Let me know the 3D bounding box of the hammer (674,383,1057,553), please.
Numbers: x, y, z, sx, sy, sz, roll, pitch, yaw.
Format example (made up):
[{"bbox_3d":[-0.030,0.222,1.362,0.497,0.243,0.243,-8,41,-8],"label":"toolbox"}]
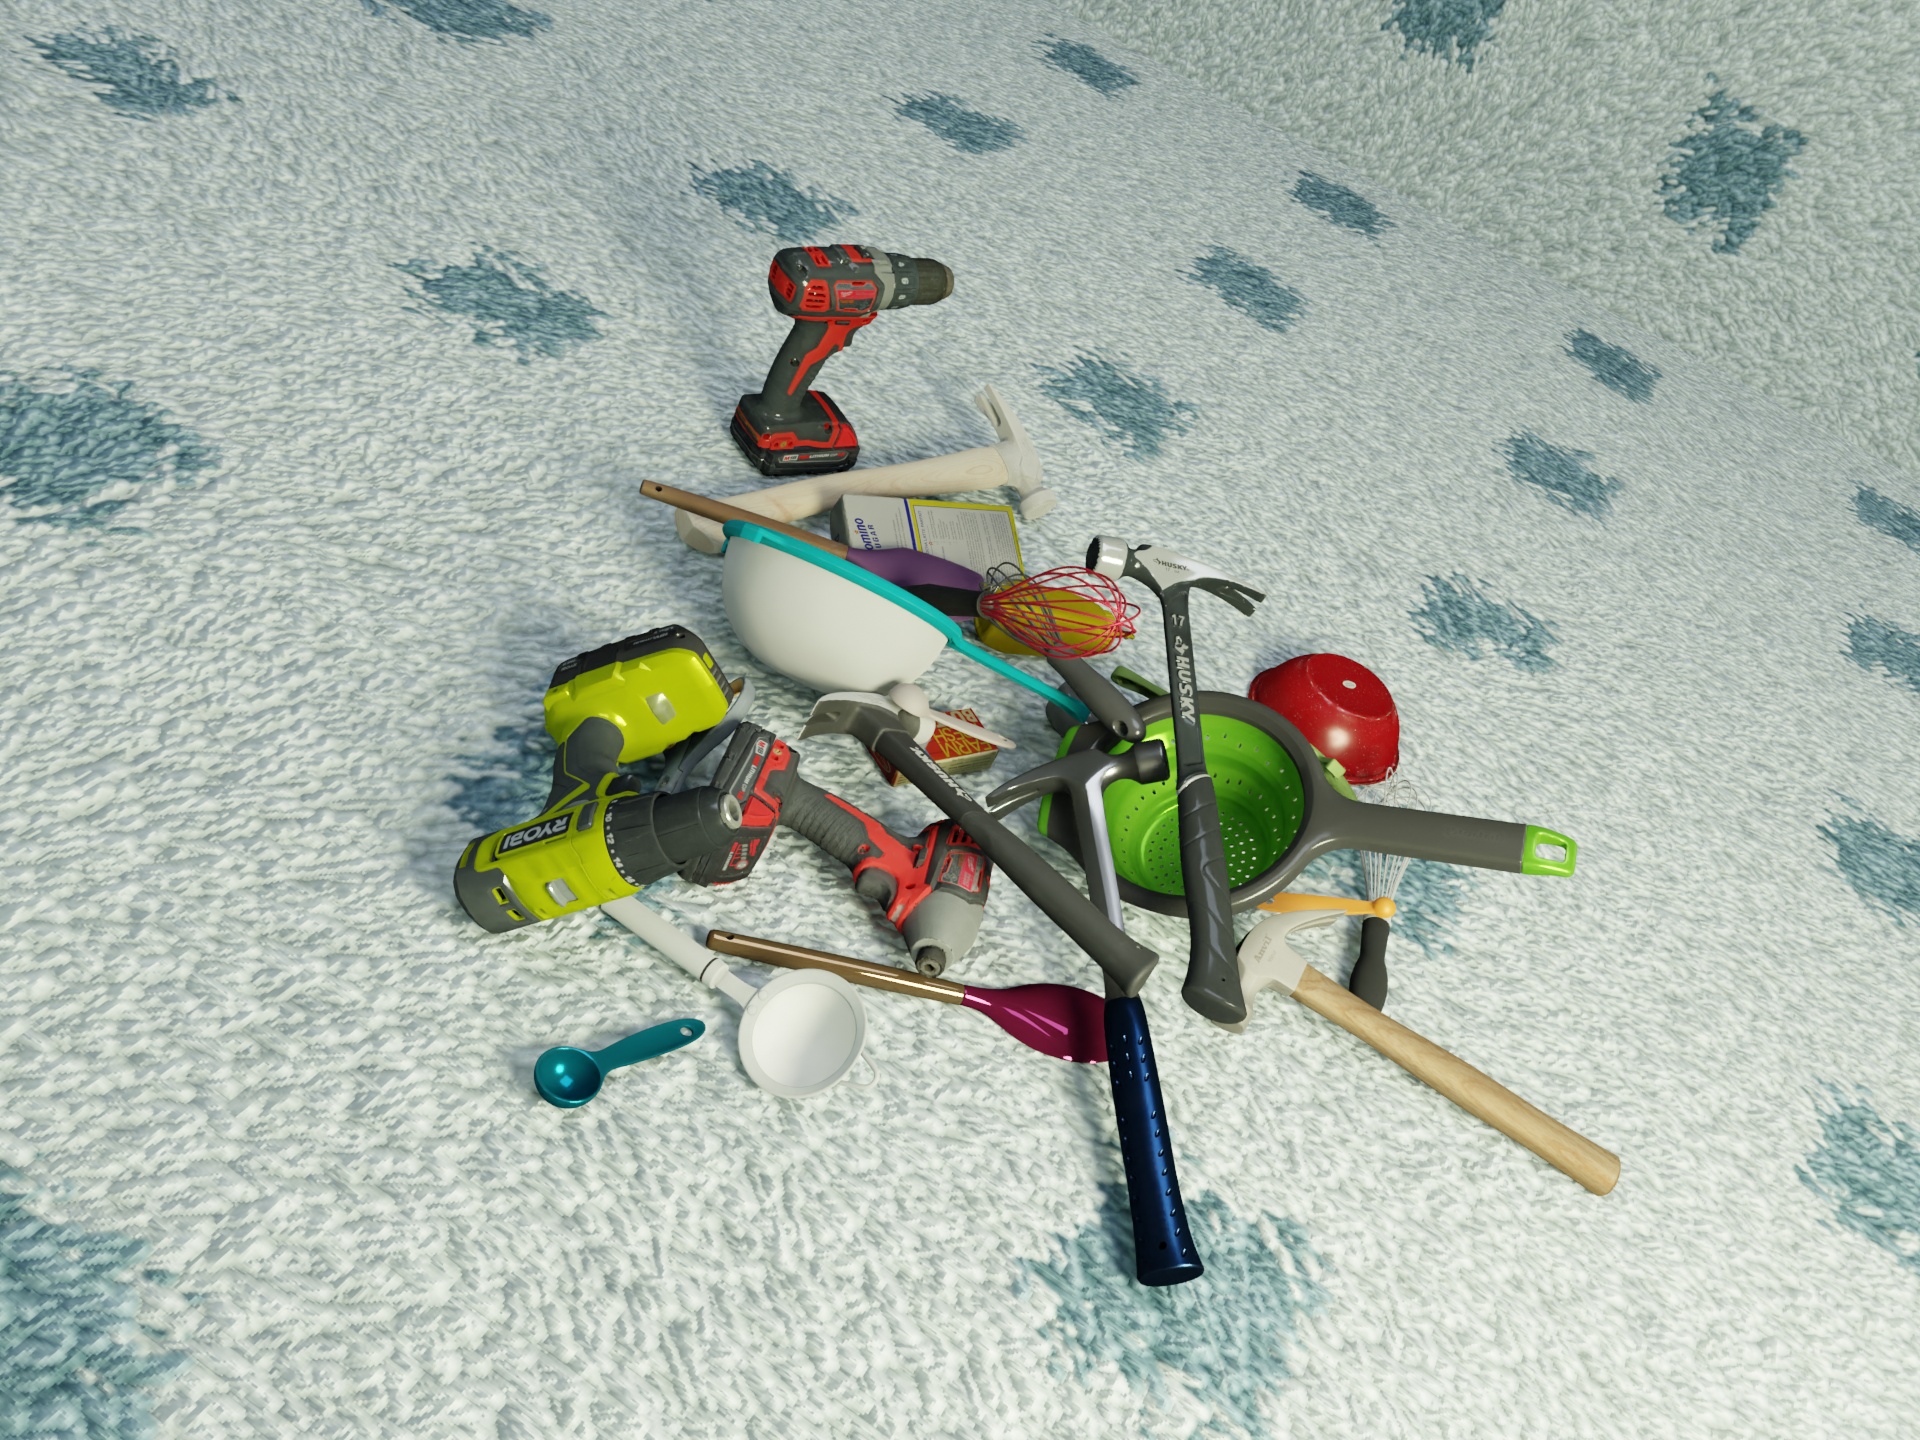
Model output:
[{"bbox_3d":[-0.091,-0.231,1.519,0.410,0.038,0.146,-17,76,-37],"label":"hammer"}]

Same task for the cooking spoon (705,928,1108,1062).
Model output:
[{"bbox_3d":[-0.023,0.188,1.122,0.318,0.017,0.069,15,40,-14],"label":"cooking spoon"}]

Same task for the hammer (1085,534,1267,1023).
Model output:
[{"bbox_3d":[0.177,0.033,1.191,0.149,0.036,0.409,10,54,-15],"label":"hammer"}]

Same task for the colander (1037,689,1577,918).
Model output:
[{"bbox_3d":[0.263,0.094,1.233,0.397,0.094,0.205,8,57,20],"label":"colander"}]

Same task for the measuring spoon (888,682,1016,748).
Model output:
[{"bbox_3d":[-0.002,-0.004,1.256,0.124,0.018,0.034,22,18,-31],"label":"measuring spoon"}]

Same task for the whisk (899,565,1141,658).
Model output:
[{"bbox_3d":[0.033,-0.092,1.274,0.073,0.073,0.296,-11,13,-36],"label":"whisk"}]

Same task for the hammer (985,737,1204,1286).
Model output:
[{"bbox_3d":[0.107,0.190,1.121,0.144,0.035,0.406,-12,52,6],"label":"hammer"}]

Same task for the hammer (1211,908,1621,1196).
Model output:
[{"bbox_3d":[0.355,0.257,1.214,0.331,0.031,0.130,32,62,2],"label":"hammer"}]

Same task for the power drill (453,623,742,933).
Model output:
[{"bbox_3d":[-0.225,0.035,1.079,0.190,0.080,0.229,-18,34,15],"label":"power drill"}]

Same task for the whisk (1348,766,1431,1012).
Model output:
[{"bbox_3d":[0.355,0.144,1.344,0.070,0.070,0.285,25,44,-1],"label":"whisk"}]

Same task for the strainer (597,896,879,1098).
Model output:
[{"bbox_3d":[-0.156,0.172,1.055,0.258,0.050,0.087,32,70,17],"label":"strainer"}]

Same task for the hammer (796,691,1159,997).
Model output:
[{"bbox_3d":[0.017,0.081,1.137,0.146,0.035,0.335,8,28,-51],"label":"hammer"}]

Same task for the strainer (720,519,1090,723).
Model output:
[{"bbox_3d":[-0.056,-0.047,1.297,0.340,0.095,0.211,27,-4,-13],"label":"strainer"}]

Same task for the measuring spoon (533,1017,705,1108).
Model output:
[{"bbox_3d":[-0.213,0.215,1.000,0.128,0.021,0.042,-12,51,-49],"label":"measuring spoon"}]

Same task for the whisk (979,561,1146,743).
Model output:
[{"bbox_3d":[0.083,-0.057,1.318,0.055,0.055,0.239,-7,40,-33],"label":"whisk"}]

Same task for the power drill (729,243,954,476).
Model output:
[{"bbox_3d":[-0.113,-0.348,1.512,0.188,0.226,0.080,-11,52,-36],"label":"power drill"}]

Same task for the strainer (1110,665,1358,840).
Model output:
[{"bbox_3d":[0.219,0.034,1.372,0.257,0.151,0.069,33,75,29],"label":"strainer"}]

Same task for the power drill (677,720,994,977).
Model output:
[{"bbox_3d":[-0.084,0.100,1.144,0.219,0.078,0.143,24,34,-7],"label":"power drill"}]

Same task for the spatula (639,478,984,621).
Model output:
[{"bbox_3d":[-0.124,-0.150,1.376,0.315,0.018,0.060,18,73,-19],"label":"spatula"}]

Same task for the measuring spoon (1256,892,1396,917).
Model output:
[{"bbox_3d":[0.297,0.149,1.305,0.117,0.011,0.021,2,45,11],"label":"measuring spoon"}]
